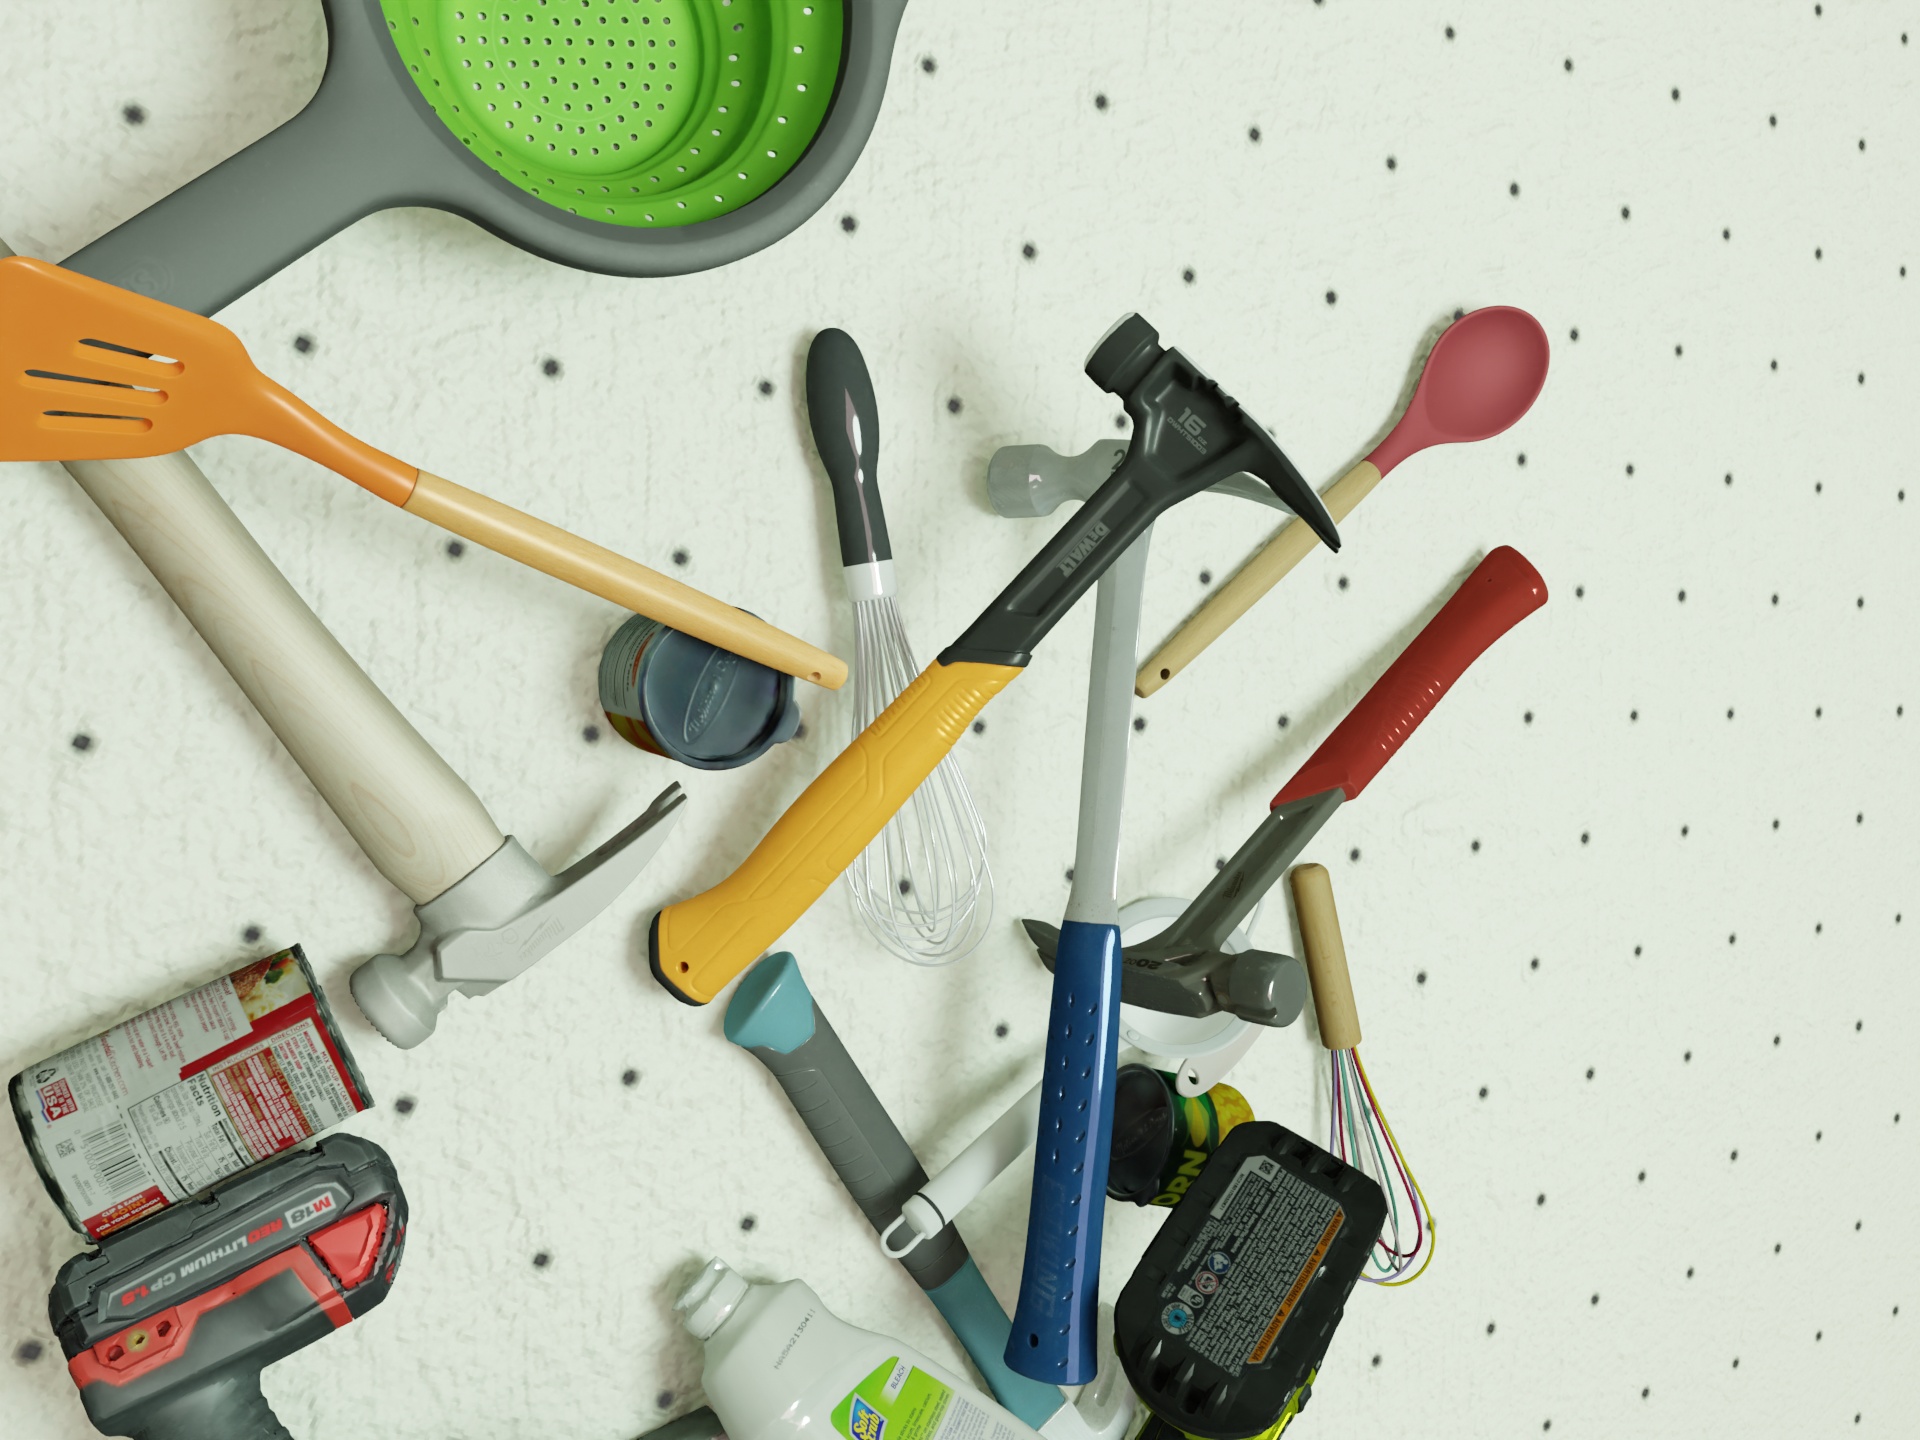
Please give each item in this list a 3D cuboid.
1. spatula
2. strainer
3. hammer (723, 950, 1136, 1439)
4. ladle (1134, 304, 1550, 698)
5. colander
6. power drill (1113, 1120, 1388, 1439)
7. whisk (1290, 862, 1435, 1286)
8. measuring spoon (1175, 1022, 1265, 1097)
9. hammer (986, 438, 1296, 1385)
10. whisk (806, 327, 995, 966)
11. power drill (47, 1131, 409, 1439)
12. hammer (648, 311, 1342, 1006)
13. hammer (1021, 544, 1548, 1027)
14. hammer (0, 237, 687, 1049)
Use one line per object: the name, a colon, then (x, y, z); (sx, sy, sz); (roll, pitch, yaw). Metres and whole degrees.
spatula: (-0.168, -0.064, 0.547); (0.322, 0.041, 0.081); (24, 127, -35)
strainer: (0.057, 0.165, 0.756); (0.258, 0.087, 0.050); (-36, 152, -29)
hammer: (-0.015, 0.249, 0.747); (0.128, 0.033, 0.330); (-37, 111, -20)
ladle: (0.200, -0.114, 0.835); (0.315, 0.031, 0.069); (-42, 110, -17)
colander: (-0.193, -0.213, 0.567); (0.397, 0.094, 0.204); (-42, 112, -17)
power drill: (0.140, 0.286, 0.756); (0.190, 0.080, 0.228); (-48, 151, -28)
whisk: (0.216, 0.195, 0.866); (0.051, 0.047, 0.245); (-21, 102, -44)
measuring spoon: (0.137, 0.160, 0.808); (0.124, 0.018, 0.034); (-27, 87, -49)
hammer: (0.063, 0.077, 0.691); (0.035, 0.144, 0.405); (11, 83, -58)
whisk: (-0.035, -0.029, 0.699); (0.070, 0.070, 0.284); (-12, 96, -28)
power drill: (-0.194, 0.264, 0.558); (0.188, 0.080, 0.227); (-23, 71, -25)
hammer: (-0.001, -0.002, 0.653); (0.127, 0.034, 0.337); (45, 97, 6)
hammer: (0.191, 0.018, 0.810); (0.359, 0.149, 0.036); (-42, 121, -32)
hammer: (-0.268, -0.074, 0.561); (0.146, 0.038, 0.410); (-37, 110, -8)
